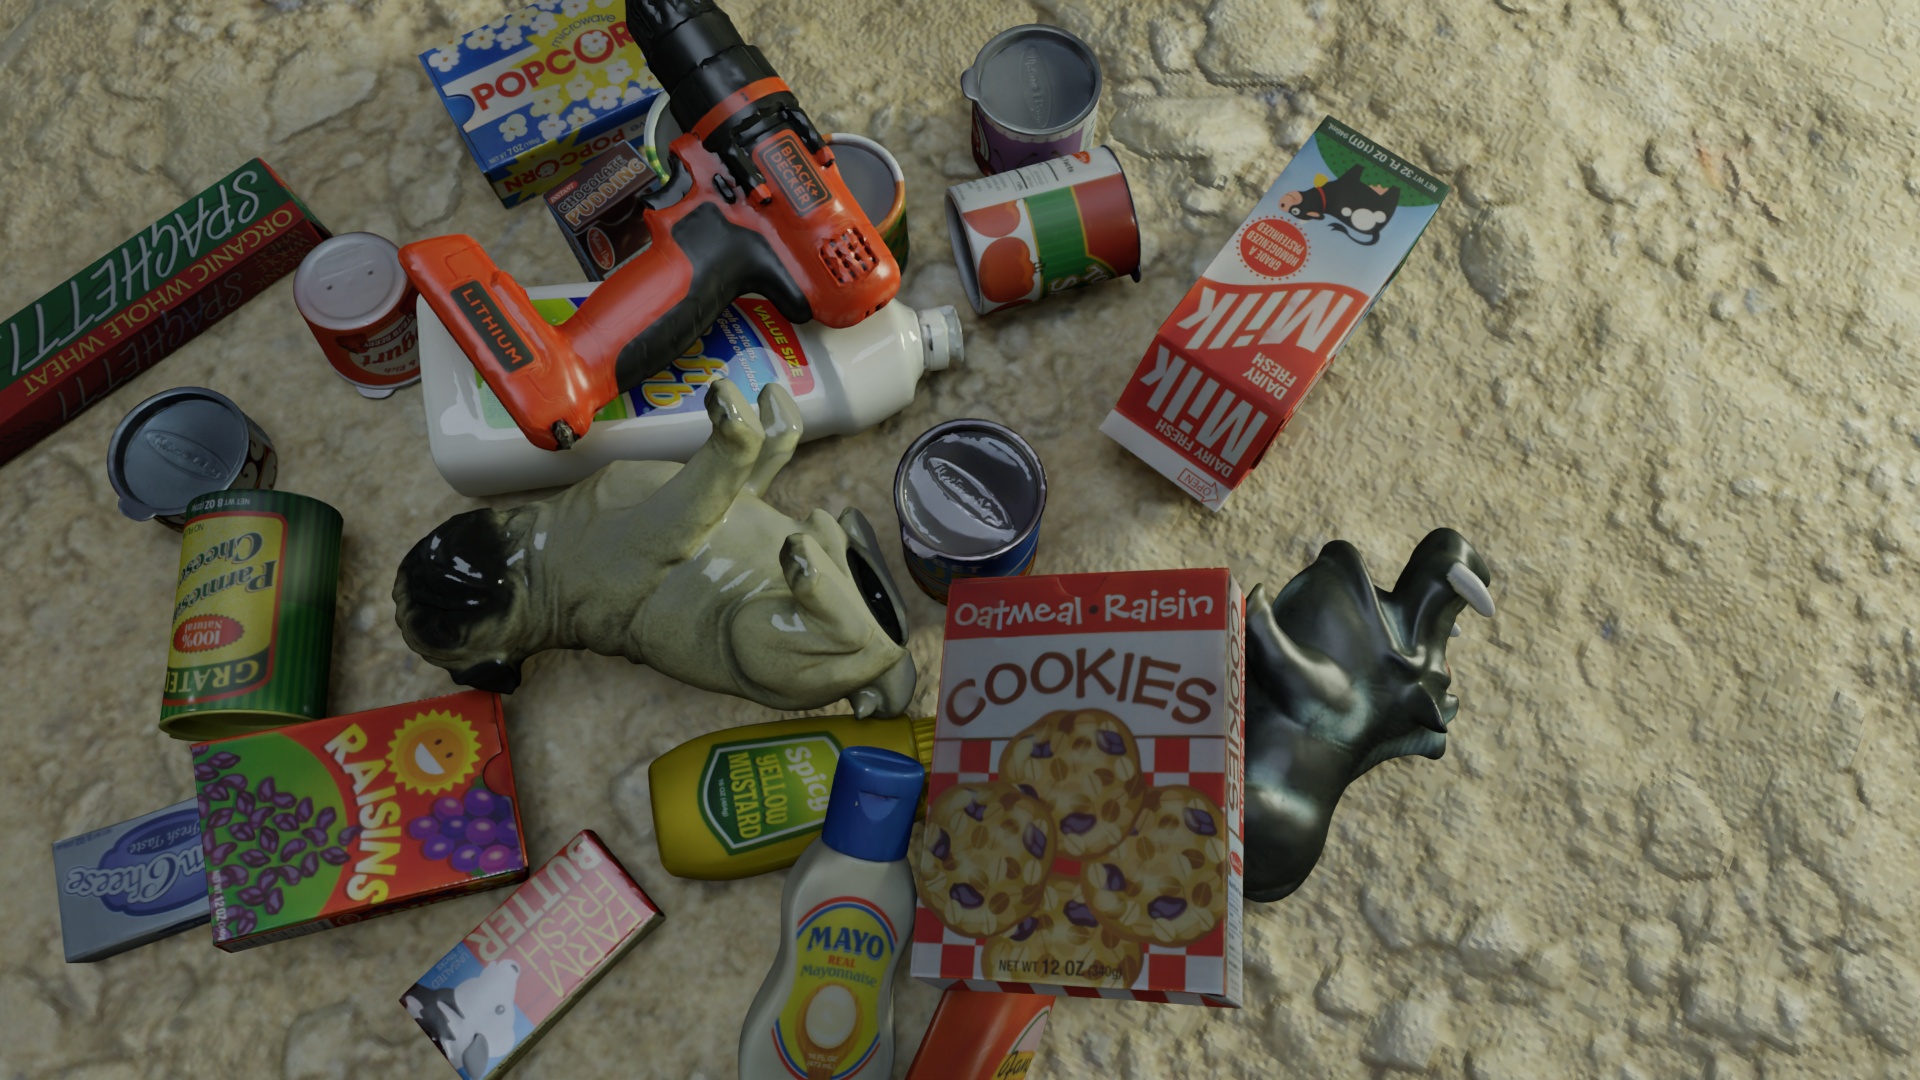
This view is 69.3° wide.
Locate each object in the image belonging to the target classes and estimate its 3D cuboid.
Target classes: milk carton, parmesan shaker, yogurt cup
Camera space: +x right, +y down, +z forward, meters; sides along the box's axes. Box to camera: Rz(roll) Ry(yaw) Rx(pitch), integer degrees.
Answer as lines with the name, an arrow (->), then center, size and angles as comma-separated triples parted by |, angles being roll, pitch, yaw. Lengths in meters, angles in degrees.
milk carton -> 0.149, -0.105, 0.676 | 0.072, 0.073, 0.191 | 36, 75, 11
parmesan shaker -> -0.322, 0.035, 0.630 | 0.071, 0.071, 0.103 | -4, 71, -2
yogurt cup -> -0.292, -0.116, 0.687 | 0.072, 0.053, 0.072 | 0, 70, 0

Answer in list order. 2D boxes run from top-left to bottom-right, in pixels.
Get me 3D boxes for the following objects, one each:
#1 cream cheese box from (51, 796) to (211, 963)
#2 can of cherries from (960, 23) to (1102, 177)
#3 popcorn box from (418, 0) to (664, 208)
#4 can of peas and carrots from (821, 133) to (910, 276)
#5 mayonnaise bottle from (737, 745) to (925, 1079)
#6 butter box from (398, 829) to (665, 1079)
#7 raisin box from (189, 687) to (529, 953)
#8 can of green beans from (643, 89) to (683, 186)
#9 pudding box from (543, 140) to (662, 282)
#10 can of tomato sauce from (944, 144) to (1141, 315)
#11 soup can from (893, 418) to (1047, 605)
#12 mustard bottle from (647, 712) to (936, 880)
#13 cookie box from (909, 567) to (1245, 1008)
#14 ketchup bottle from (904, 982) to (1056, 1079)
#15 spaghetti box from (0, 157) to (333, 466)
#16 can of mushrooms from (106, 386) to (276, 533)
cream cheese box -> -0.342, 0.143, 0.613 | 0.104, 0.024, 0.053 | -18, 73, -6
can of cherries -> 0.036, -0.224, 0.724 | 0.071, 0.058, 0.071 | 0, 72, 0
popcorn box -> -0.208, -0.244, 0.740 | 0.127, 0.038, 0.085 | -29, 75, -10
can of peas and carrots -> -0.061, -0.160, 0.701 | 0.071, 0.058, 0.071 | 0, 71, 0
mayonnaise bottle -> -0.048, 0.161, 0.573 | 0.065, 0.041, 0.148 | 12, 95, -7
butter box -> -0.184, 0.180, 0.602 | 0.053, 0.024, 0.104 | 43, 77, 12
raisin box -> -0.256, 0.118, 0.599 | 0.124, 0.040, 0.086 | -10, 70, -21
can of green beans -> -0.124, -0.202, 0.702 | 0.071, 0.058, 0.071 | -3, 107, -8
pudding box -> -0.167, -0.152, 0.685 | 0.050, 0.083, 0.030 | -39, 75, -11
can of tomato sauce -> 0.041, -0.153, 0.697 | 0.083, 0.071, 0.071 | -16, 72, -5
soup can -> 0.002, -0.008, 0.636 | 0.071, 0.083, 0.071 | 0, 71, 0
mustard bottle -> -0.054, 0.106, 0.615 | 0.160, 0.048, 0.065 | -12, 75, -5
cookie box -> 0.050, 0.095, 0.561 | 0.123, 0.040, 0.168 | -3, 65, 20
ketchup bottle -> 0.010, 0.206, 0.577 | 0.043, 0.064, 0.149 | 16, 62, 23
spaghetti box -> -0.437, -0.101, 0.695 | 0.251, 0.028, 0.050 | -40, 77, -12
can of mushrooms -> -0.371, -0.036, 0.670 | 0.071, 0.033, 0.071 | 0, 71, -1
